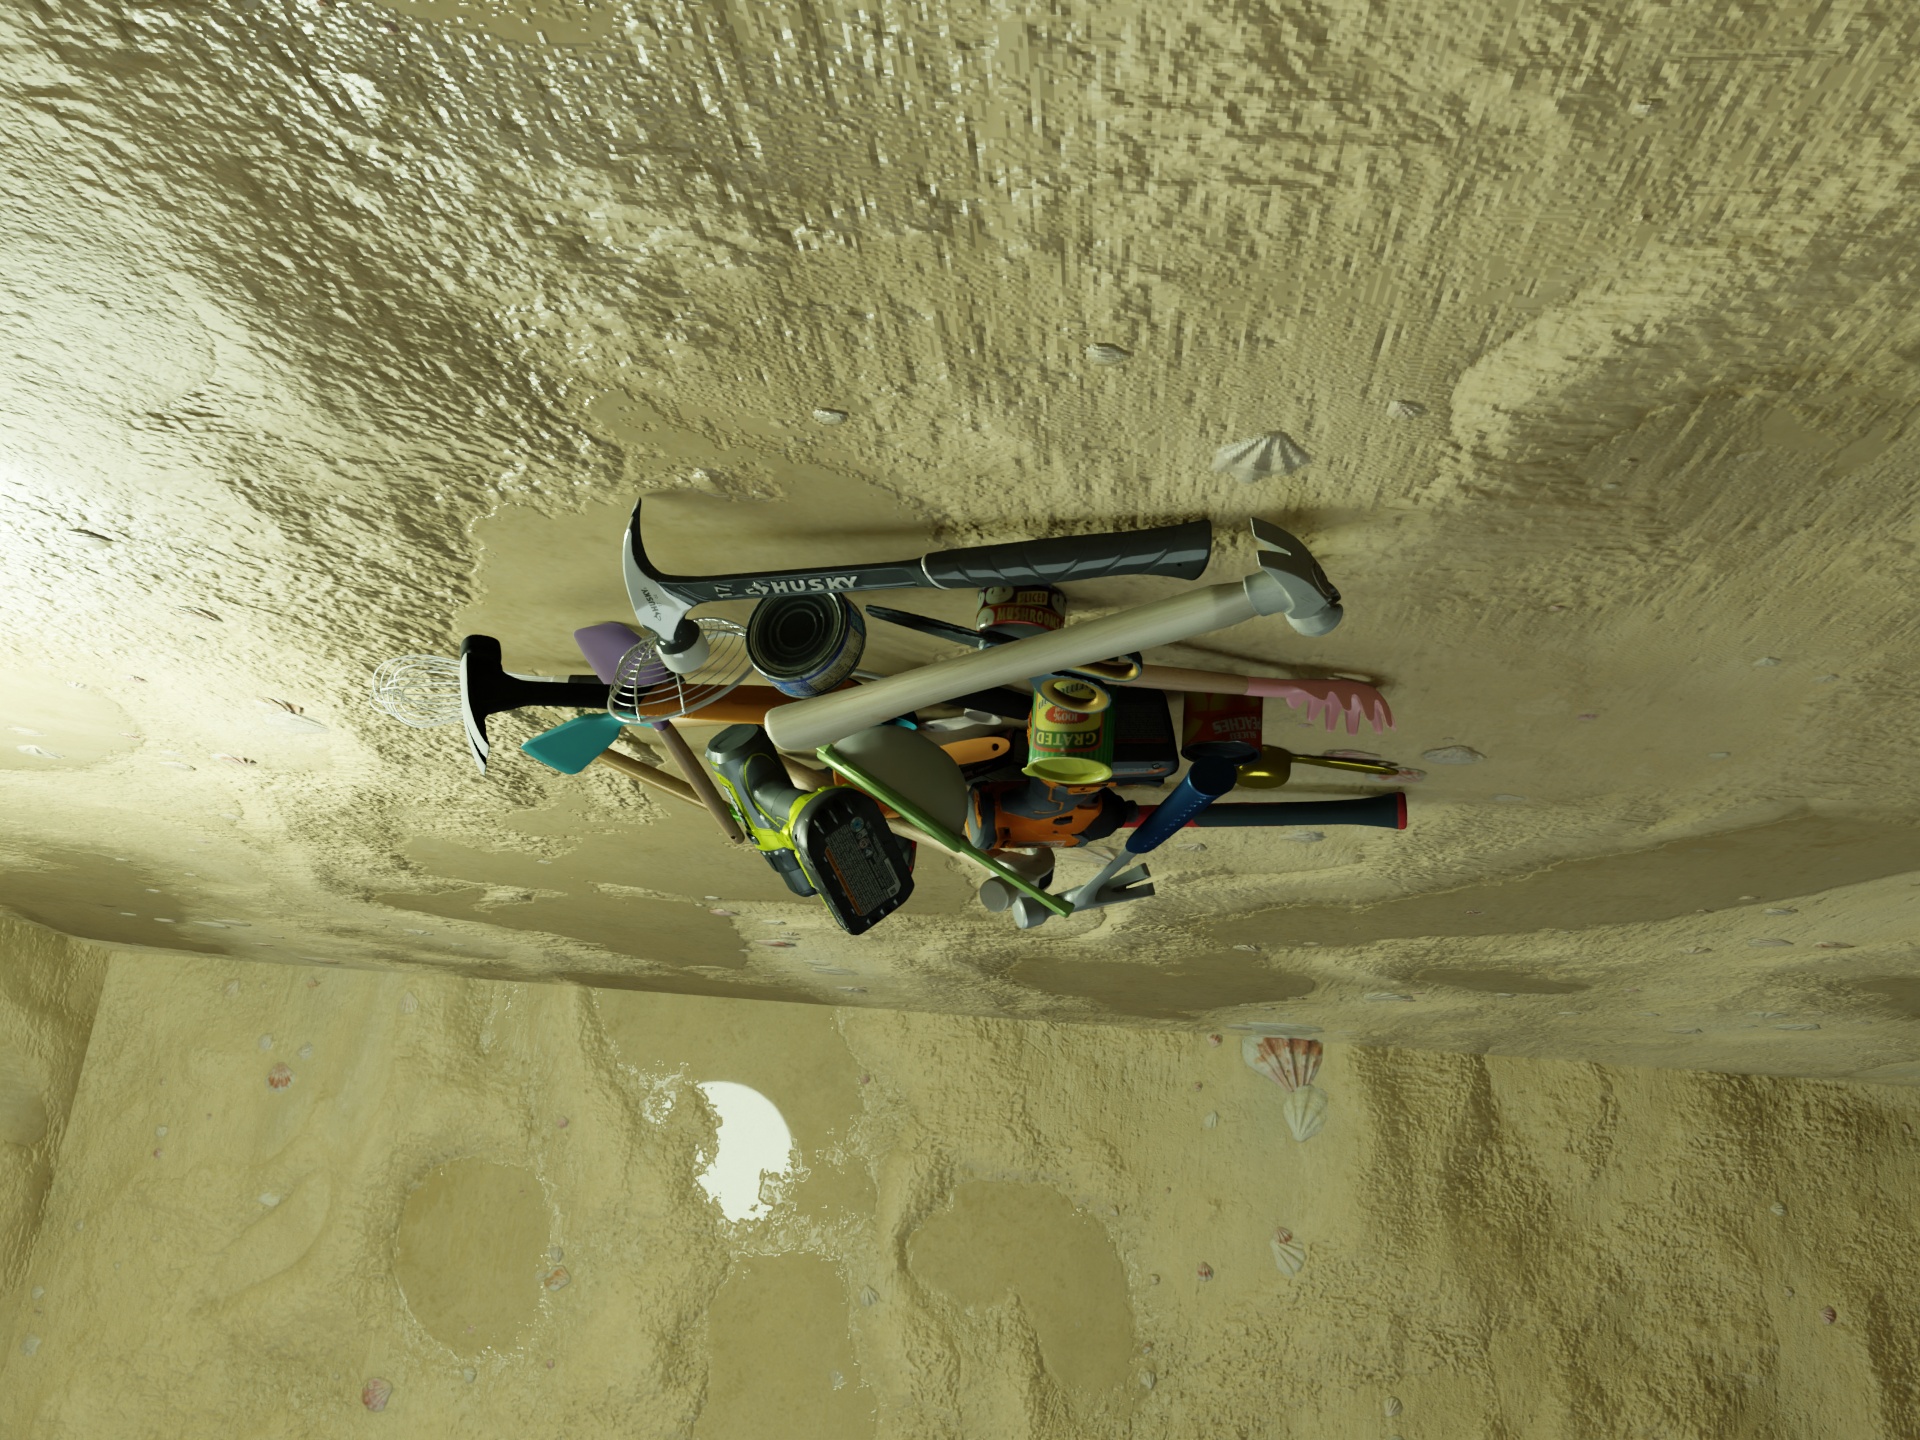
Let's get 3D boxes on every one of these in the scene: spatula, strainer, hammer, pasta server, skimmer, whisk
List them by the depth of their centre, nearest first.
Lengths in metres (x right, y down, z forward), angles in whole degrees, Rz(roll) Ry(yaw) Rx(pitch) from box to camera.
[{"bbox_3d":[-0.035,-0.103,1.072,0.409,0.036,0.149,-4,141,14],"label":"hammer"},{"bbox_3d":[0.041,-0.045,1.076,0.410,0.038,0.146,-15,161,24],"label":"hammer"},{"bbox_3d":[0.196,-0.022,1.235,0.316,0.040,0.060,5,170,-18],"label":"pasta server"},{"bbox_3d":[-0.232,-0.012,1.300,0.336,0.127,0.034,1,136,-23],"label":"hammer"},{"bbox_3d":[-0.102,-0.014,1.303,0.363,0.090,0.127,12,-165,-27],"label":"skimmer"},{"bbox_3d":[-0.001,0.074,1.361,0.256,0.069,0.151,32,175,7],"label":"strainer"},{"bbox_3d":[-0.382,-0.027,1.400,0.284,0.070,0.070,-1,161,5],"label":"whisk"},{"bbox_3d":[-0.253,0.018,1.414,0.060,0.018,0.315,-10,140,11],"label":"spatula"},{"bbox_3d":[0.163,0.113,1.440,0.144,0.035,0.405,-11,162,-17],"label":"hammer"},{"bbox_3d":[-0.261,0.009,1.491,0.317,0.044,0.082,-5,156,25],"label":"spatula"},{"bbox_3d":[-0.055,0.096,1.527,0.331,0.031,0.130,21,-156,30],"label":"hammer"},{"bbox_3d":[0.240,0.095,1.565,0.386,0.038,0.143,-2,-177,13],"label":"hammer"}]

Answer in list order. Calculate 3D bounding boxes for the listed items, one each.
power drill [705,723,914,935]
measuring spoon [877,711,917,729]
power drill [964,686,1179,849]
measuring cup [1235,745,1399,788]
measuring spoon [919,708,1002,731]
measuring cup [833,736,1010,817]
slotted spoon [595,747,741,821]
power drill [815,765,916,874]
[{"bbox_3d":[-0.139,0.111,1.472,0.229,0.080,0.190,25,144,55],"label":"power drill"},{"bbox_3d":[-0.088,-0.007,1.448,0.129,0.021,0.042,0,162,44],"label":"measuring spoon"},{"bbox_3d":[0.109,0.051,1.395,0.164,0.084,0.226,0,155,-18],"label":"power drill"},{"bbox_3d":[0.327,0.050,1.471,0.156,0.029,0.062,6,162,3],"label":"measuring cup"},{"bbox_3d":[-0.002,-0.005,1.433,0.034,0.018,0.124,22,163,-28],"label":"measuring spoon"},{"bbox_3d":[-0.029,0.040,1.466,0.173,0.095,0.052,-11,168,19],"label":"measuring cup"},{"bbox_3d":[-0.262,0.082,1.625,0.313,0.031,0.070,26,153,-11],"label":"slotted spoon"},{"bbox_3d":[-0.118,0.109,1.706,0.143,0.079,0.219,4,159,4],"label":"power drill"}]
